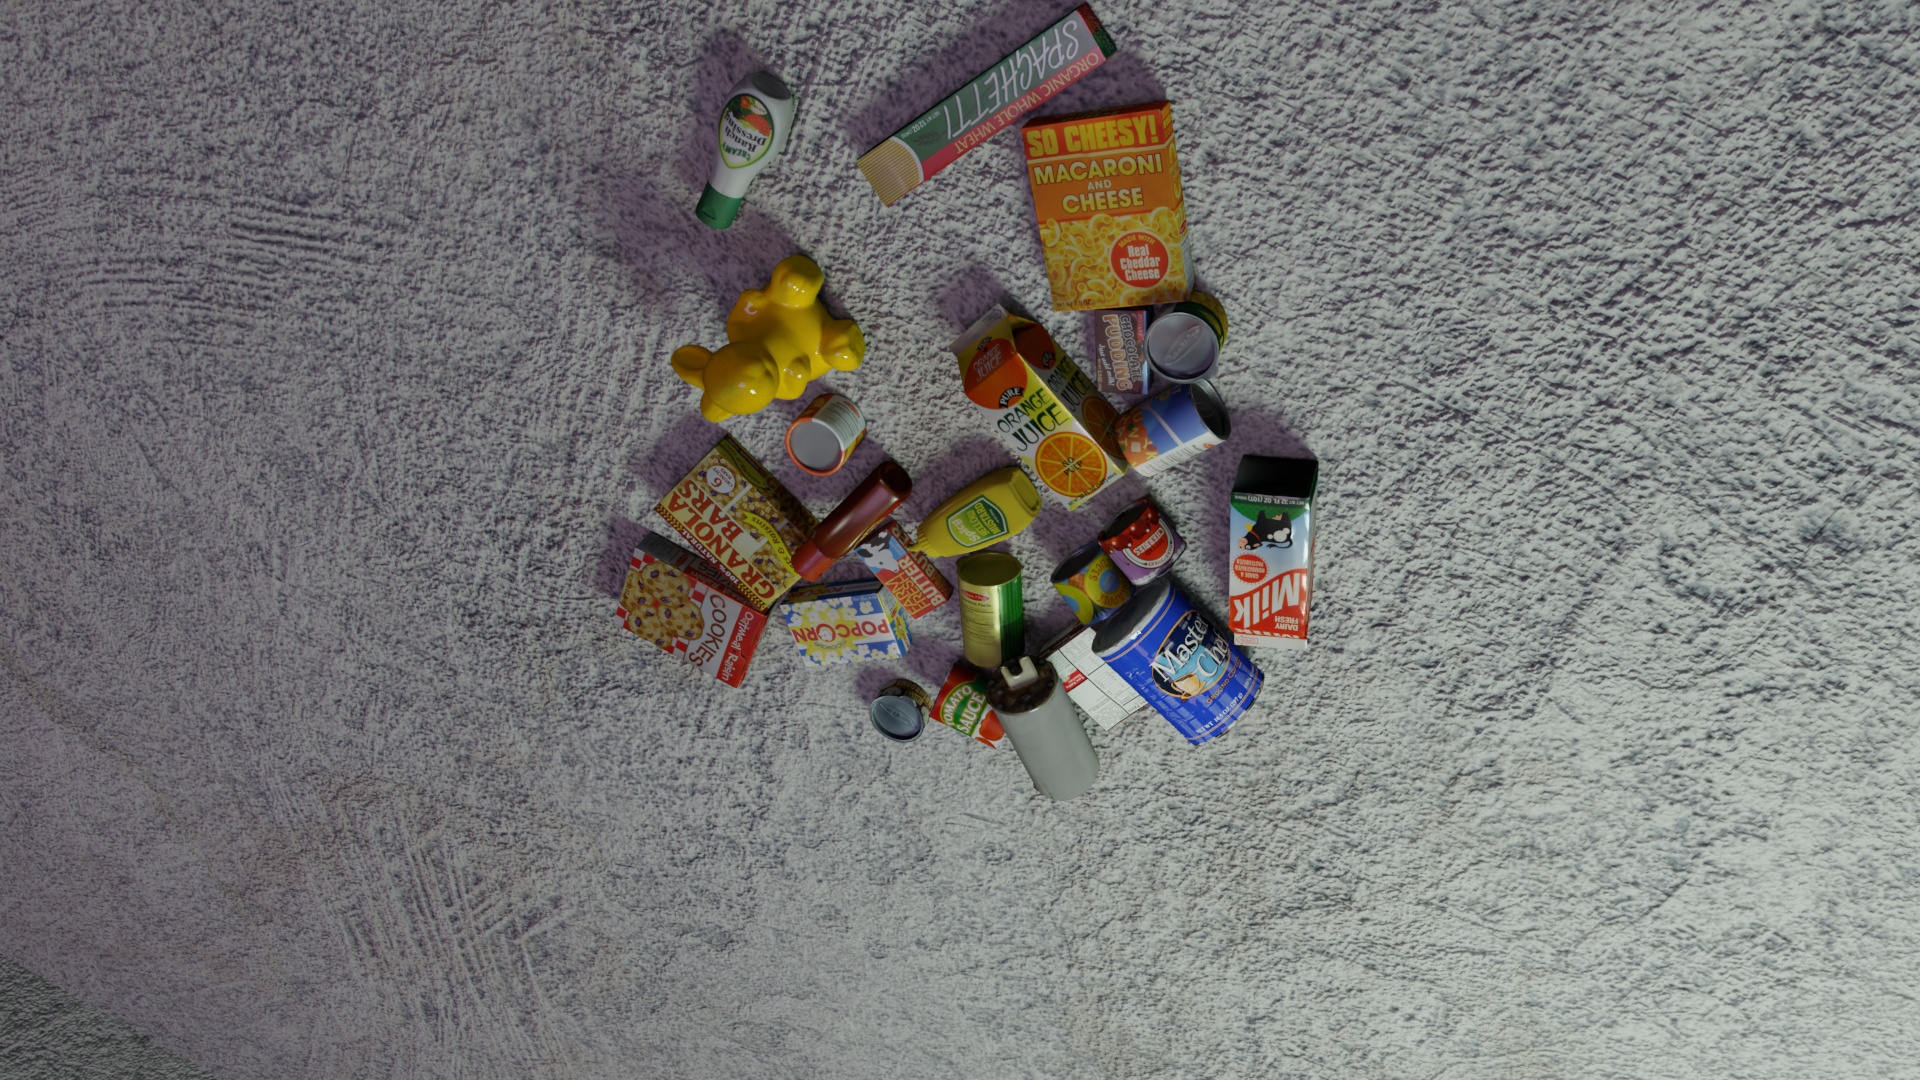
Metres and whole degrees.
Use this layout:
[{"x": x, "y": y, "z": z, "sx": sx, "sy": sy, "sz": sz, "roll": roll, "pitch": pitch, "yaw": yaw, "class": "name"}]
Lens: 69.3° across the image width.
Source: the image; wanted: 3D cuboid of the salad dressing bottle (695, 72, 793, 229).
[{"x": -0.202, "y": -0.355, "z": 1.278, "sx": 0.064, "sy": 0.044, "sz": 0.147, "roll": 33, "pitch": 126, "yaw": -2, "class": "salad dressing bottle"}]

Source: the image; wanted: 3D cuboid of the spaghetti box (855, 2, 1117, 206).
[{"x": 0.017, "y": -0.370, "z": 1.192, "sx": 0.249, "sy": 0.029, "sz": 0.050, "roll": -25, "pitch": 109, "yaw": 32, "class": "spaghetti box"}]

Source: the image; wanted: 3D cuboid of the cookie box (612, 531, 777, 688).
[{"x": -0.305, "y": 0.082, "z": 1.588, "sx": 0.167, "sy": 0.040, "sz": 0.122, "roll": 28, "pitch": 126, "yaw": 3, "class": "cookie box"}]

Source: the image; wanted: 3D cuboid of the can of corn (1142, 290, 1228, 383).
[{"x": 0.201, "y": -0.178, "z": 1.220, "sx": 0.071, "sy": 0.058, "sz": 0.070, "roll": 10, "pitch": 123, "yaw": 16, "class": "can of corn"}]

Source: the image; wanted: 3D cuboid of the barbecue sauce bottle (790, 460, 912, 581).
[{"x": -0.114, "y": -0.017, "z": 1.422, "sx": 0.043, "sy": 0.065, "sz": 0.148, "roll": 44, "pitch": 113, "yaw": -9, "class": "barbecue sauce bottle"}]

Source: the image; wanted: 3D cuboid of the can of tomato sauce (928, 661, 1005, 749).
[{"x": 0.016, "y": 0.180, "z": 1.505, "sx": 0.083, "sy": 0.071, "sz": 0.070, "roll": 26, "pitch": 126, "yaw": 5, "class": "can of tomato sauce"}]

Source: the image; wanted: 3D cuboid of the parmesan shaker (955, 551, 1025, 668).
[{"x": 0.030, "y": 0.071, "z": 1.436, "sx": 0.071, "sy": 0.072, "sz": 0.102, "roll": 7, "pitch": 123, "yaw": 18, "class": "parmesan shaker"}]

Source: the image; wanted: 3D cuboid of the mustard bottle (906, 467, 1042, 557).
[{"x": 0.005, "y": -0.018, "z": 1.401, "sx": 0.159, "sy": 0.049, "sz": 0.065, "roll": -28, "pitch": 105, "yaw": 32, "class": "mustard bottle"}]

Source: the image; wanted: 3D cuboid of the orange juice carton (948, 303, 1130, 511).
[{"x": 0.074, "y": -0.128, "z": 1.291, "sx": 0.071, "sy": 0.073, "sz": 0.192, "roll": -35, "pitch": 102, "yaw": 34, "class": "orange juice carton"}]

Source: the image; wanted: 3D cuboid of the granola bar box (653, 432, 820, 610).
[{"x": -0.233, "y": -0.017, "z": 1.501, "sx": 0.165, "sy": 0.039, "sz": 0.123, "roll": 45, "pitch": 125, "yaw": -9, "class": "granola bar box"}]

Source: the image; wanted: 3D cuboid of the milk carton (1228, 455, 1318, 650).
[{"x": 0.292, "y": 0.022, "z": 1.298, "sx": 0.072, "sy": 0.074, "sz": 0.189, "roll": 5, "pitch": 122, "yaw": 19, "class": "milk carton"}]

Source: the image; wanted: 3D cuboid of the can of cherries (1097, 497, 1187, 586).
[{"x": 0.174, "y": 0.001, "z": 1.333, "sx": 0.071, "sy": 0.072, "sz": 0.058, "roll": -33, "pitch": 103, "yaw": 34, "class": "can of cherries"}]

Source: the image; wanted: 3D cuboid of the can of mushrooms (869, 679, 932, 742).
[{"x": -0.065, "y": 0.191, "z": 1.566, "sx": 0.071, "sy": 0.034, "sz": 0.070, "roll": 10, "pitch": 123, "yaw": 16, "class": "can of mushrooms"}]

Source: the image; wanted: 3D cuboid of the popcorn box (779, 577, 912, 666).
[{"x": -0.125, "y": 0.090, "z": 1.524, "sx": 0.126, "sy": 0.038, "sz": 0.085, "roll": -8, "pitch": 117, "yaw": 25, "class": "popcorn box"}]

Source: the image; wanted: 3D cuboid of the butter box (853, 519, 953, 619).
[{"x": -0.060, "y": 0.032, "z": 1.472, "sx": 0.053, "sy": 0.024, "sz": 0.103, "roll": -32, "pitch": 104, "yaw": 34, "class": "butter box"}]

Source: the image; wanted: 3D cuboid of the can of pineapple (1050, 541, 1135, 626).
[{"x": 0.132, "y": 0.042, "z": 1.376, "sx": 0.071, "sy": 0.071, "sz": 0.058, "roll": -29, "pitch": 106, "yaw": 33, "class": "can of pineapple"}]

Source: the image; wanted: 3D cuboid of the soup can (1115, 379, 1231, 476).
[{"x": 0.192, "y": -0.107, "z": 1.264, "sx": 0.083, "sy": 0.072, "sz": 0.071, "roll": -27, "pitch": 108, "yaw": 33, "class": "soup can"}]

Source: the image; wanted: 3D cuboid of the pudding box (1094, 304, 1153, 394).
[{"x": 0.149, "y": -0.176, "z": 1.259, "sx": 0.049, "sy": 0.030, "sz": 0.083, "roll": 6, "pitch": 122, "yaw": 17, "class": "pudding box"}]

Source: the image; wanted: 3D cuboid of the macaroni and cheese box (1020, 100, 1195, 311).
[{"x": 0.128, "y": -0.285, "z": 1.194, "sx": 0.123, "sy": 0.040, "sz": 0.165, "roll": -1, "pitch": 120, "yaw": 22, "class": "macaroni and cheese box"}]

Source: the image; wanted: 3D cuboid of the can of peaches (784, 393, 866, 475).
[{"x": -0.137, "y": -0.105, "z": 1.397, "sx": 0.071, "sy": 0.058, "sz": 0.071, "roll": 10, "pitch": 123, "yaw": 15, "class": "can of peaches"}]
